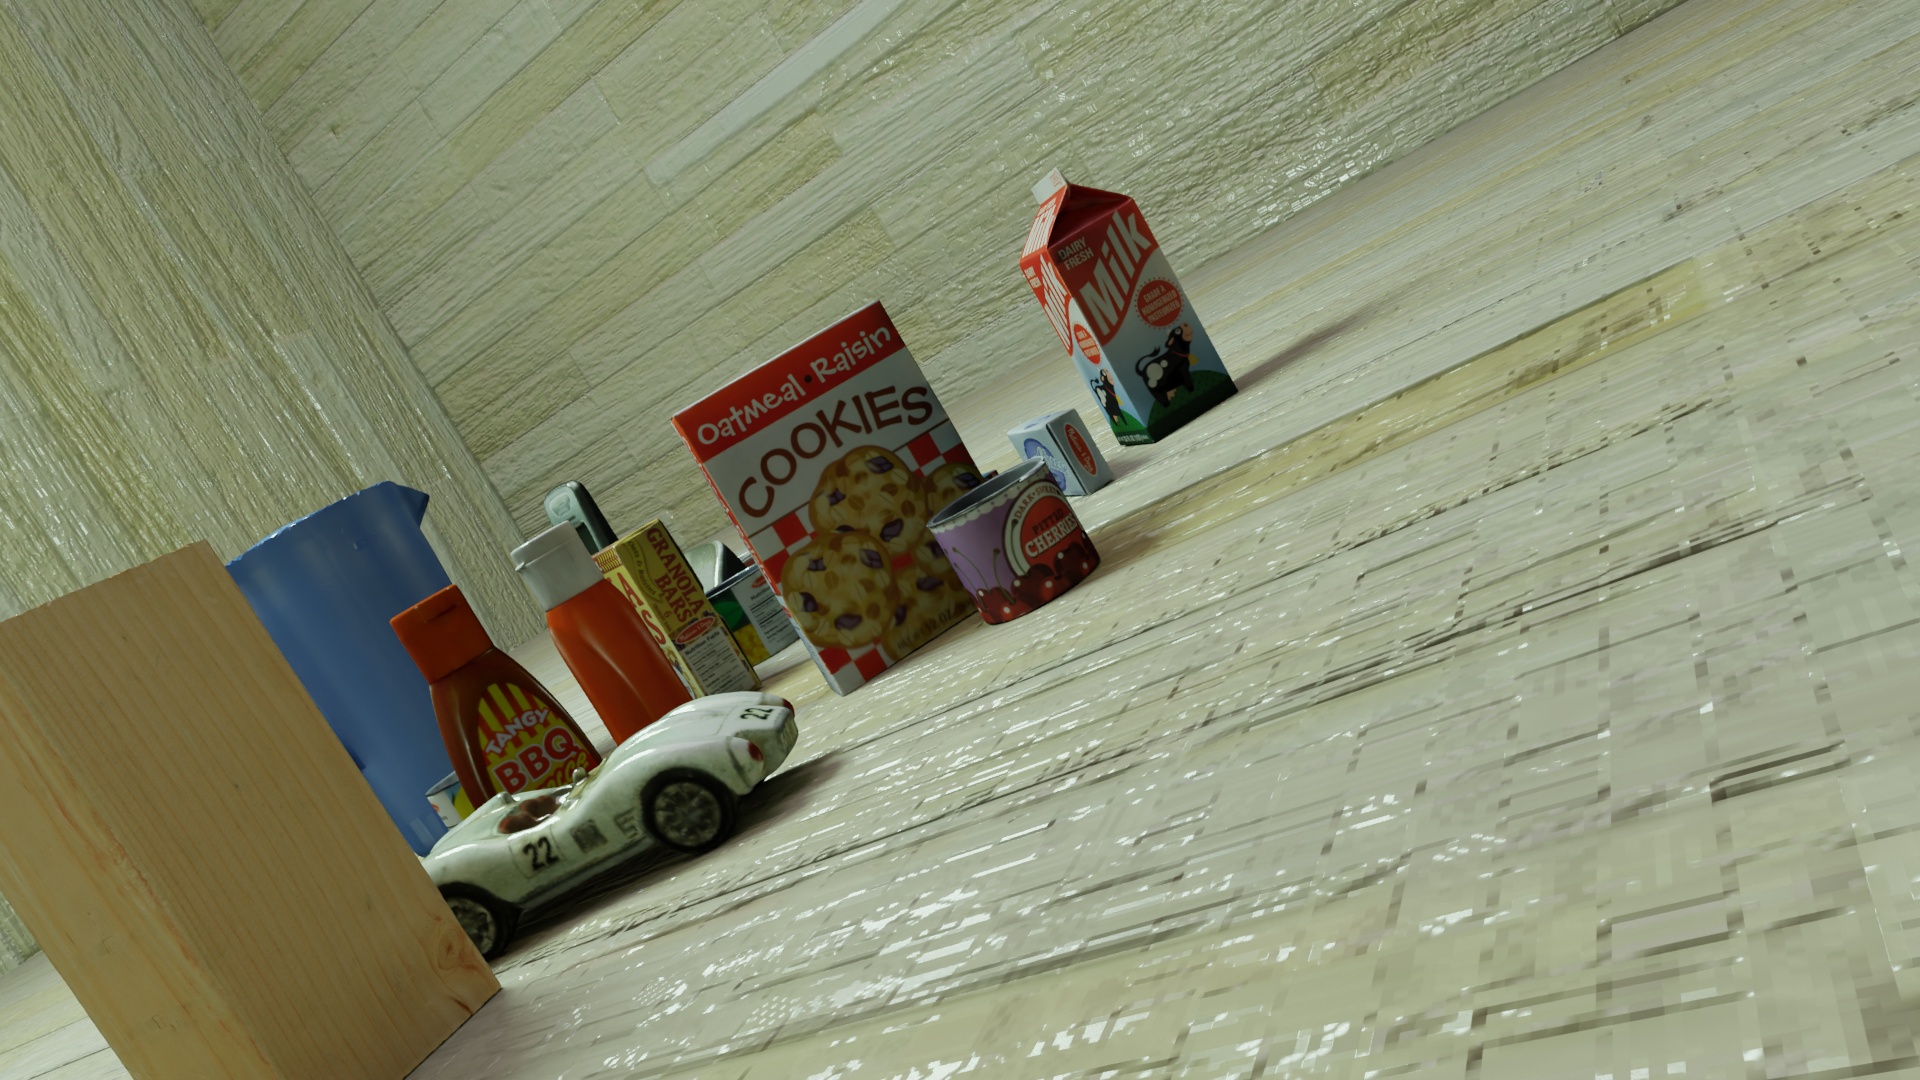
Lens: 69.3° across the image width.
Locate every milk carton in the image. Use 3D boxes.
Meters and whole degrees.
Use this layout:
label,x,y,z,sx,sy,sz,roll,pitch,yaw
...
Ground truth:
label,x,y,z,sx,sy,sz,roll,pitch,yaw
milk carton,0.104,-0.164,0.952,0.073,0.190,0.072,-32,7,-10

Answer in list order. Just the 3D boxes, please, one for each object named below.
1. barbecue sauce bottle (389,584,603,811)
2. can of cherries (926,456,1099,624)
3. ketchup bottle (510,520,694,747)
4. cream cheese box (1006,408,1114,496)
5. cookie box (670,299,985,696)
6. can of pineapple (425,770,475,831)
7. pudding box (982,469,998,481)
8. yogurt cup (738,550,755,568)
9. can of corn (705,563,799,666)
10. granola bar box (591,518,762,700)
label,x,y,z,sx,sy,sz,roll,pitch,yaw
barbecue sauce bottle,-0.231,0.094,0.700,0.065,0.148,0.043,-36,9,-37
can of cherries,0.027,0.000,0.676,0.071,0.058,0.071,-30,7,4
ketchup bottle,-0.192,0.061,0.761,0.044,0.148,0.064,-36,9,-37
cream cheese box,0.065,-0.057,0.919,0.024,0.053,0.104,-32,8,-10
cookie box,-0.056,-0.023,0.726,0.123,0.167,0.040,-32,7,-13
can of pineapple,-0.256,0.148,0.788,0.071,0.058,0.071,-30,7,4
pudding box,0.003,-0.011,0.869,0.030,0.049,0.083,-34,9,-29
yogurt cup,-0.190,0.041,1.244,0.072,0.054,0.072,-30,7,4
can of corn,-0.150,0.054,0.997,0.071,0.058,0.071,-30,7,4
granola bar box,-0.206,0.059,0.921,0.039,0.124,0.165,-35,9,-30
